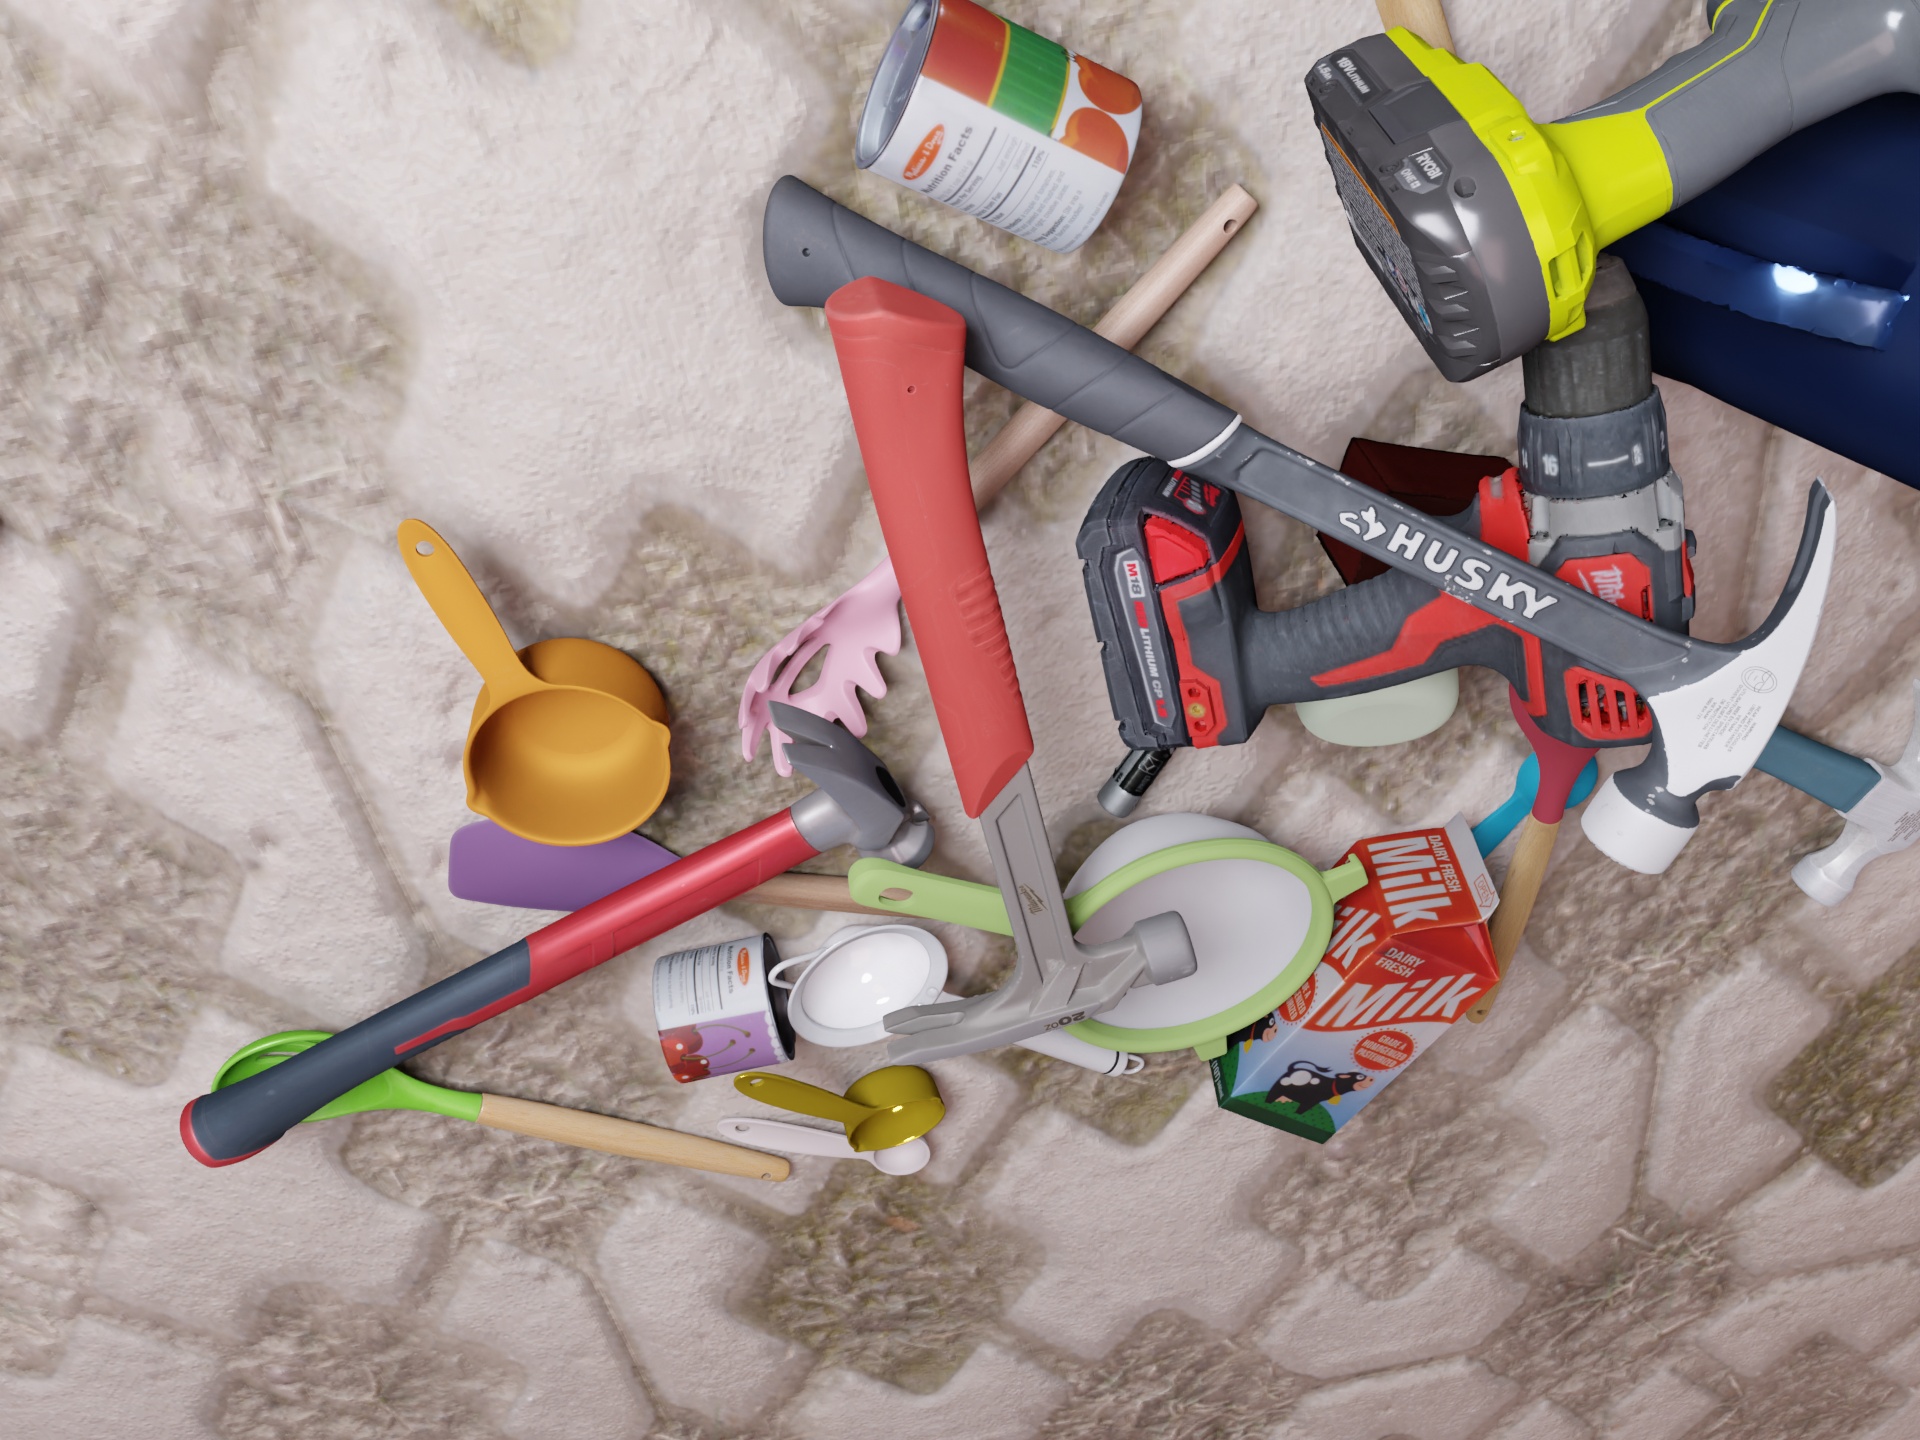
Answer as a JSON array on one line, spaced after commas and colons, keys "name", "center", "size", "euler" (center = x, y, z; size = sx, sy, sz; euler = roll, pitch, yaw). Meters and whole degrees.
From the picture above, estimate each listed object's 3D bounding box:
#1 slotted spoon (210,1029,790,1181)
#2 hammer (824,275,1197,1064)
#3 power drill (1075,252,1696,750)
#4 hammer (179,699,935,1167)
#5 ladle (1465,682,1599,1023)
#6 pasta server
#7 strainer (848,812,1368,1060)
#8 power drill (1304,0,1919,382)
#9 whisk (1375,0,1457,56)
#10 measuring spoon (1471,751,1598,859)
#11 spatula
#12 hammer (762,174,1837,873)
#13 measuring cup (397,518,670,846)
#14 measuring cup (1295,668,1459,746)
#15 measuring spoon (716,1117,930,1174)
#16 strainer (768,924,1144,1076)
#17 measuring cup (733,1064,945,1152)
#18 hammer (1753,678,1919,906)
[{"name": "slotted spoon", "center": [-0.237, 0.216, 0.862], "size": [0.313, 0.031, 0.070], "euler": [19, 121, -24]}, {"name": "hammer", "center": [-0.001, -0.002, 0.643], "size": [0.149, 0.037, 0.358], "euler": [-16, 126, 0]}, {"name": "power drill", "center": [0.166, -0.075, 0.629], "size": [0.227, 0.080, 0.187], "euler": [-3, 117, 24]}, {"name": "hammer", "center": [-0.206, 0.110, 0.731], "size": [0.386, 0.038, 0.143], "euler": [-27, 151, 9]}, {"name": "ladle", "center": [0.295, 0.064, 0.820], "size": [0.069, 0.031, 0.315], "euler": [-1, 136, 2]}, {"name": "pasta server", "center": [0.011, -0.096, 0.671], "size": [0.060, 0.040, 0.316], "euler": [27, 117, -40]}, {"name": "strainer", "center": [0.060, 0.085, 0.784], "size": [0.256, 0.069, 0.151], "euler": [14, 125, -24]}, {"name": "power drill", "center": [0.240, -0.223, 0.526], "size": [0.228, 0.191, 0.080], "euler": [-24, 135, 12]}, {"name": "whisk", "center": [0.131, -0.302, 0.540], "size": [0.051, 0.047, 0.244], "euler": [-29, 128, 10]}, {"name": "measuring spoon", "center": [0.287, 0.063, 0.842], "size": [0.042, 0.021, 0.128], "euler": [28, 115, -26]}, {"name": "spatula", "center": [-0.091, 0.082, 0.795], "size": [0.315, 0.018, 0.059], "euler": [7, 122, -14]}, {"name": "hammer", "center": [0.109, -0.097, 0.577], "size": [0.409, 0.036, 0.149], "euler": [28, 119, 5]}, {"name": "measuring cup", "center": [-0.187, -0.025, 0.681], "size": [0.095, 0.052, 0.173], "euler": [-21, 124, 6]}, {"name": "measuring cup", "center": [0.218, -0.027, 0.705], "size": [0.083, 0.038, 0.167], "euler": [14, 156, -31]}, {"name": "measuring spoon", "center": [-0.078, 0.238, 0.916], "size": [0.124, 0.018, 0.034], "euler": [11, 123, -9]}, {"name": "strainer", "center": [0.003, 0.154, 0.851], "size": [0.258, 0.050, 0.087], "euler": [25, 113, -31]}, {"name": "measuring cup", "center": [-0.068, 0.196, 0.850], "size": [0.062, 0.029, 0.156], "euler": [-37, 140, 19]}, {"name": "hammer", "center": [0.378, 0.000, 0.807], "size": [0.330, 0.033, 0.128], "euler": [20, 121, -22]}]
